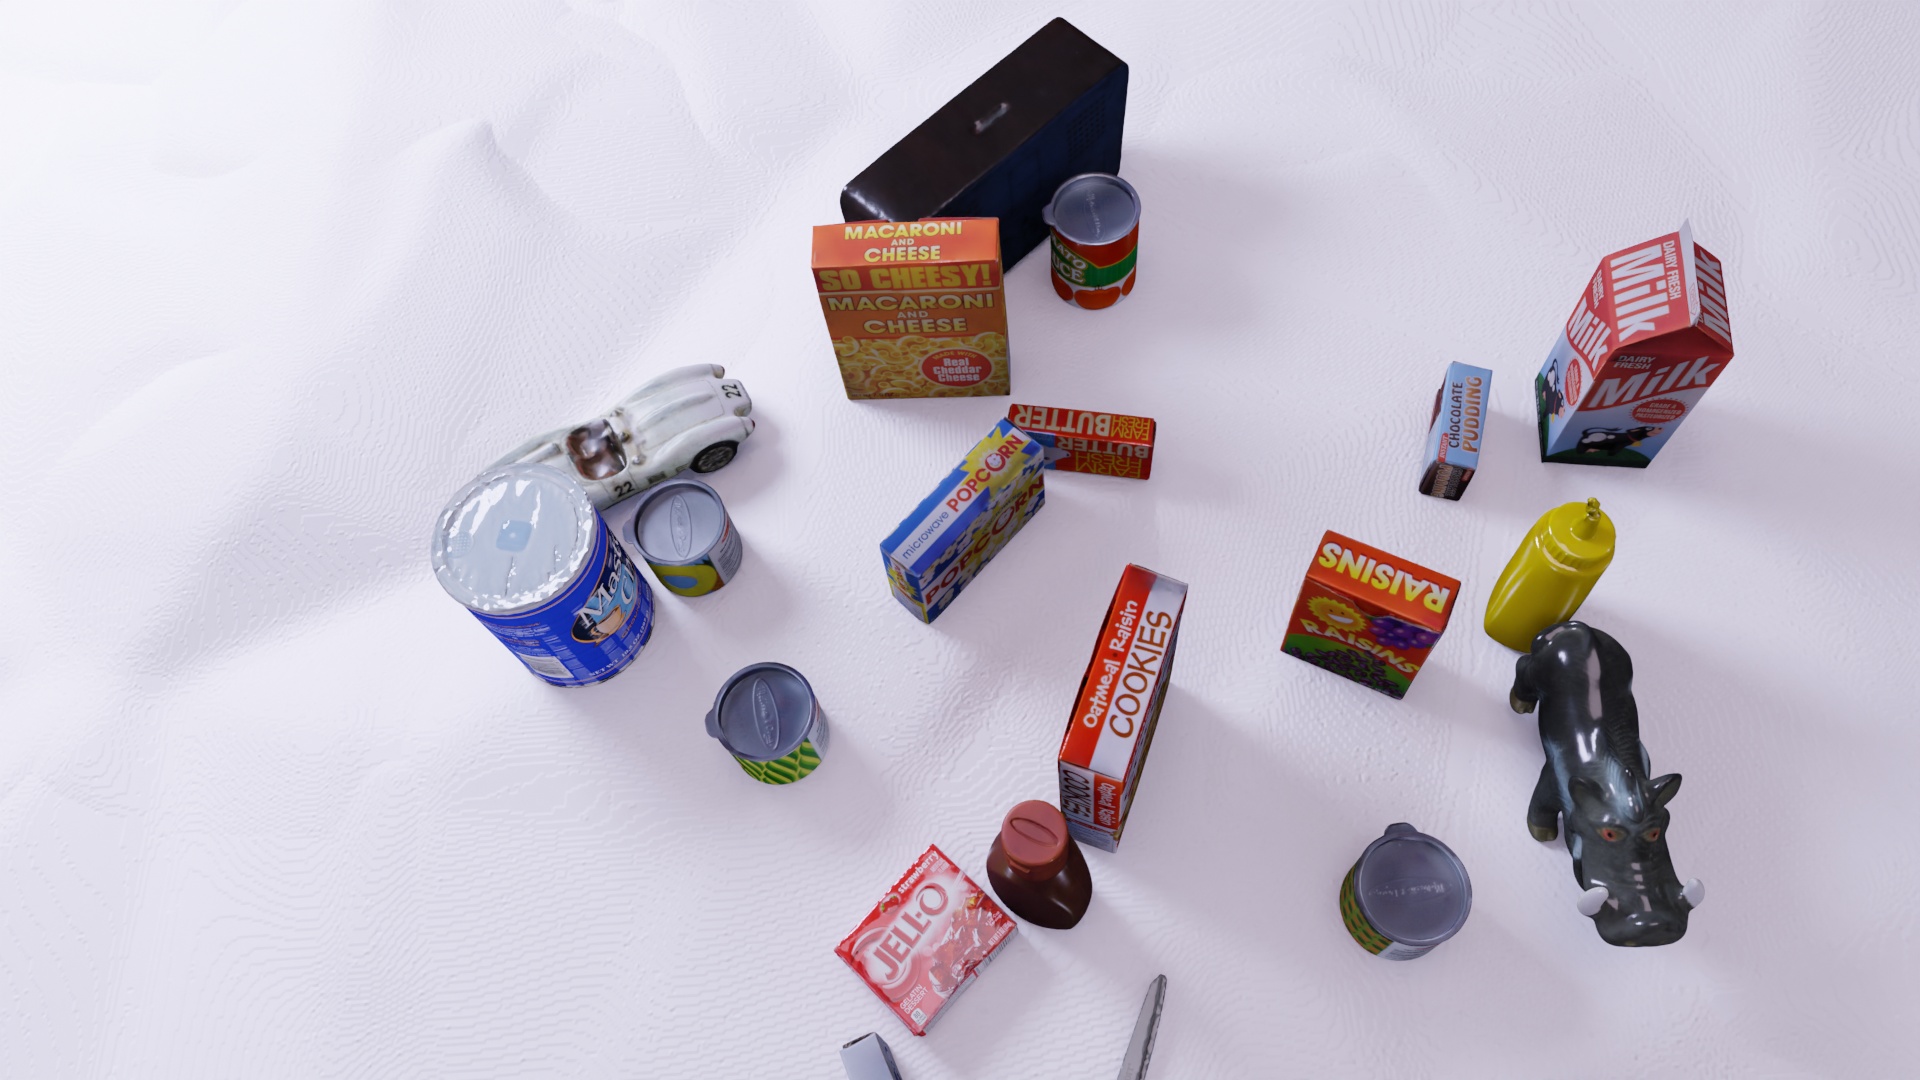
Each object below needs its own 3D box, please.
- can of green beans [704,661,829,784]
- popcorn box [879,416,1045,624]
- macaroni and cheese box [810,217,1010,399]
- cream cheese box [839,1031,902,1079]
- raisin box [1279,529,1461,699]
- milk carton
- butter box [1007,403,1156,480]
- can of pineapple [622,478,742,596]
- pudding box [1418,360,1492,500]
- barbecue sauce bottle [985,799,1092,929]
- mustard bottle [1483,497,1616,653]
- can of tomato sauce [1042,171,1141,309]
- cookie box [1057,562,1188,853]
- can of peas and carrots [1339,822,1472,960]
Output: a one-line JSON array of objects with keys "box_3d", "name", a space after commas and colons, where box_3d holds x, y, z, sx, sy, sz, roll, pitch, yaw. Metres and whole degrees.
[{"box_3d": [-0.121, 0.119, 0.900, 0.071, 0.057, 0.071, -2, 64, 4], "name": "can of green beans"}, {"box_3d": [0.003, -0.012, 0.938, 0.038, 0.085, 0.127, 37, 72, 20], "name": "popcorn box"}, {"box_3d": [-0.030, -0.158, 0.968, 0.124, 0.165, 0.040, -2, 64, 4], "name": "macaroni and cheese box"}, {"box_3d": [-0.036, 0.335, 0.789, 0.024, 0.053, 0.104, -24, 65, -7], "name": "cream cheese box"}, {"box_3d": [0.252, 0.049, 0.867, 0.086, 0.123, 0.040, 24, 69, 15], "name": "raisin box"}, {"box_3d": [0.437, -0.122, 0.898, 0.073, 0.189, 0.072, 4, 65, 7], "name": "milk carton"}, {"box_3d": [0.085, -0.069, 0.978, 0.103, 0.053, 0.024, 7, 65, 8], "name": "butter box"}, {"box_3d": [-0.191, -0.001, 0.964, 0.071, 0.057, 0.071, -2, 64, 4], "name": "can of pineapple"}, {"box_3d": [0.343, -0.076, 0.962, 0.030, 0.049, 0.084, 13, 66, 11], "name": "pudding box"}, {"box_3d": [0.045, 0.187, 0.803, 0.065, 0.148, 0.044, 25, 69, 16], "name": "barbecue sauce bottle"}, {"box_3d": [0.366, 0.016, 0.853, 0.049, 0.159, 0.065, 25, 69, 16], "name": "mustard bottle"}, {"box_3d": [0.098, -0.221, 1.034, 0.071, 0.082, 0.071, -2, 64, 4], "name": "can of tomato sauce"}, {"box_3d": [0.095, 0.104, 0.828, 0.040, 0.166, 0.123, 17, 67, 12], "name": "cookie box"}, {"box_3d": [0.262, 0.209, 0.824, 0.071, 0.058, 0.071, -2, 64, 4], "name": "can of peas and carrots"}]
